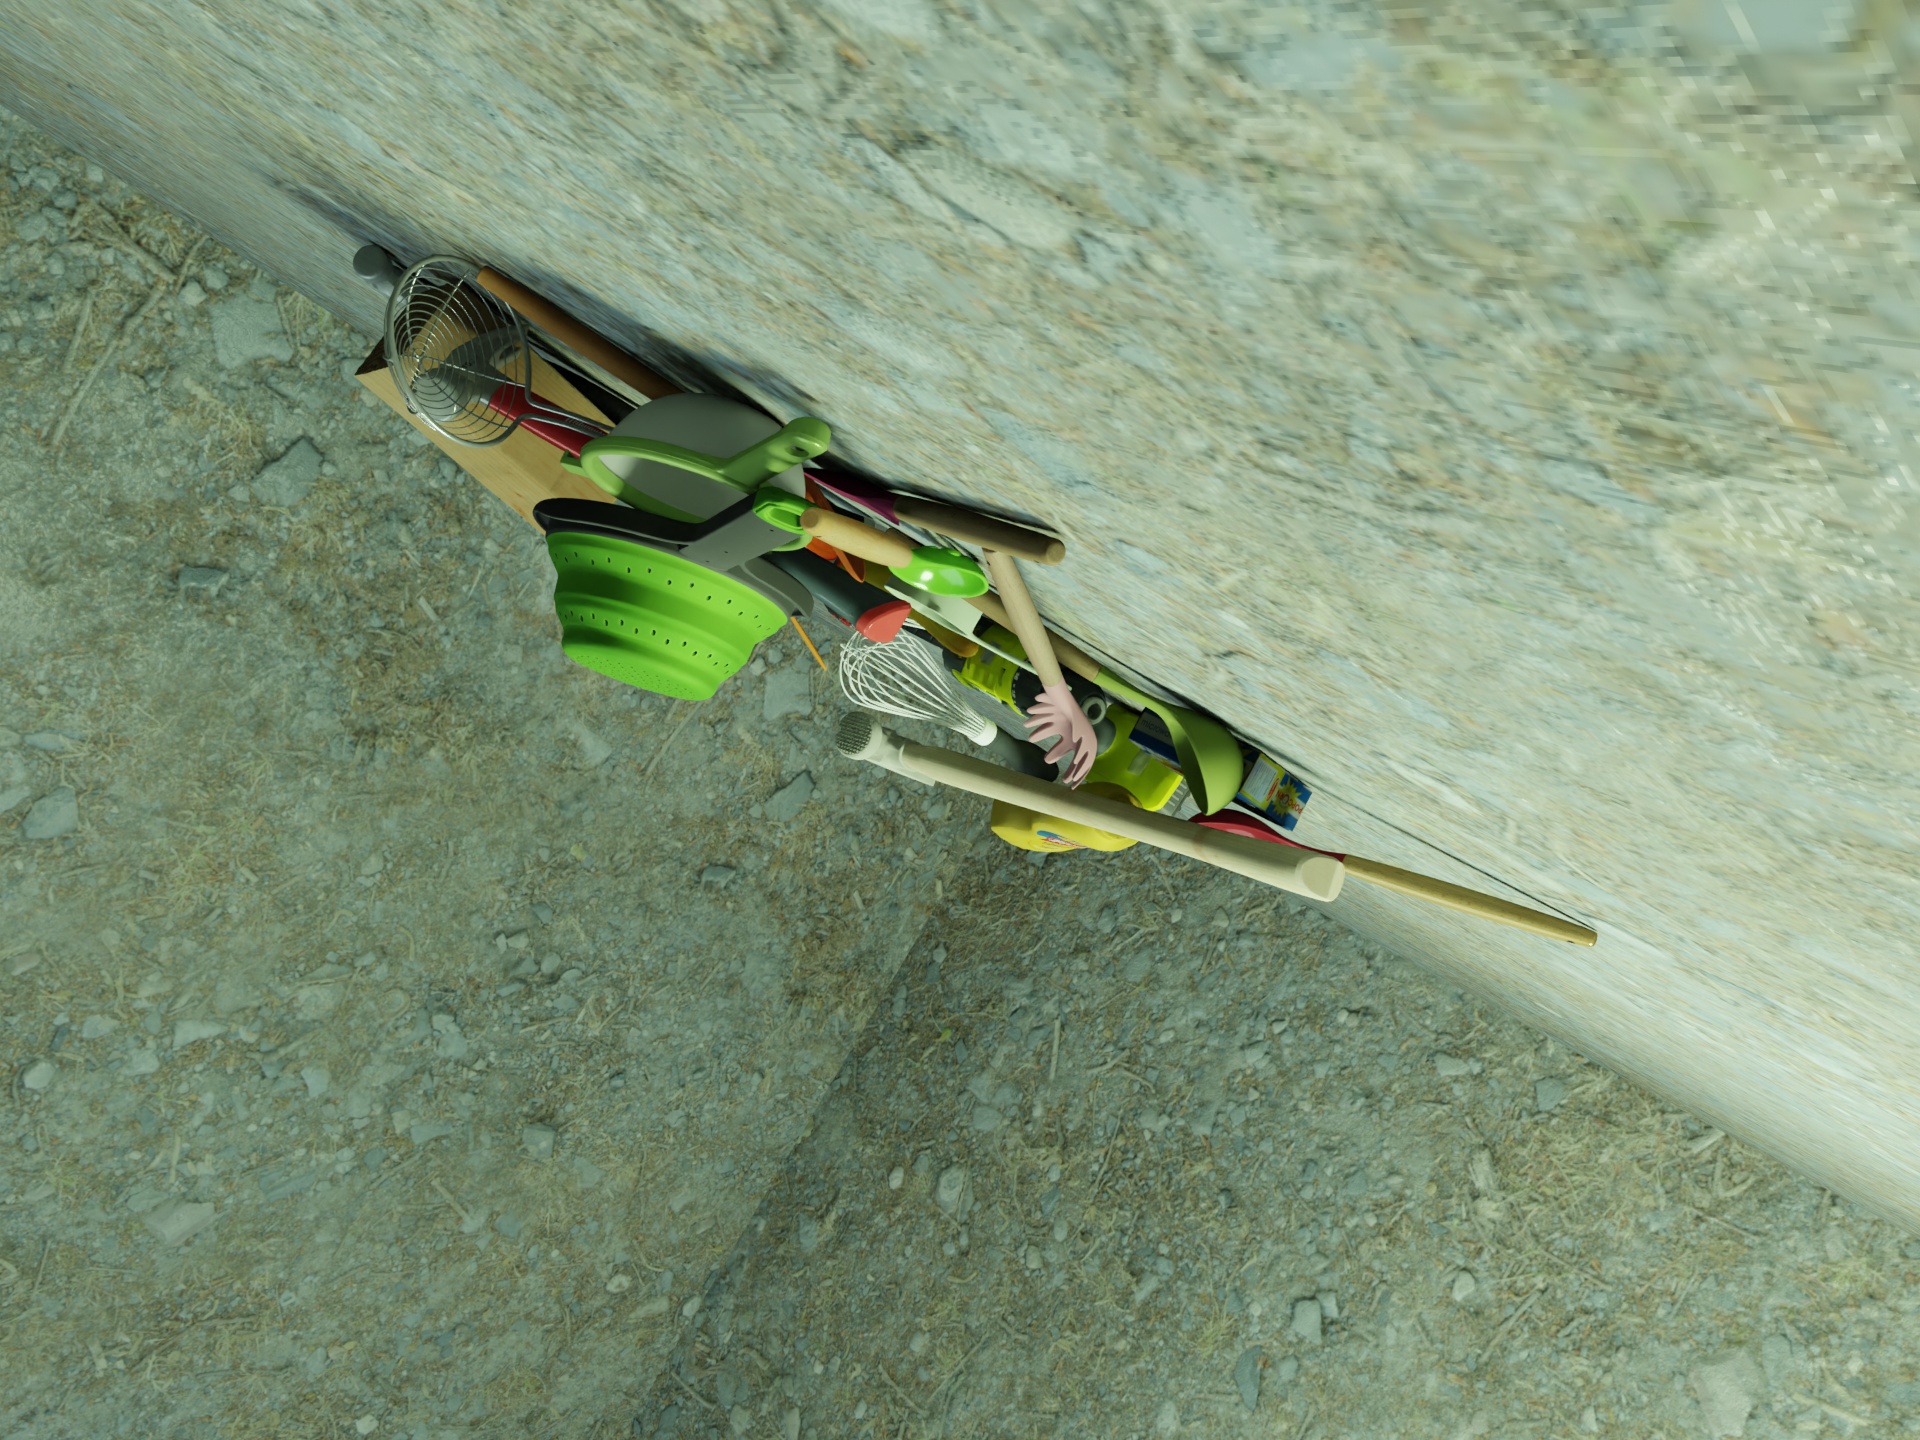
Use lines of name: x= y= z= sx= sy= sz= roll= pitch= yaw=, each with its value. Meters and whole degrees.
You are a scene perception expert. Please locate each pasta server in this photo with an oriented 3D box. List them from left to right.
pasta server: x=0.049 y=-0.035 z=1.054 sx=0.060 sy=0.040 sz=0.316 roll=49 pitch=175 yaw=27

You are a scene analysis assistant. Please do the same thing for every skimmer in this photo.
skimmer: x=-0.218 y=-0.205 z=1.108 sx=0.363 sy=0.127 sz=0.090 roll=20 pitch=153 yaw=-17

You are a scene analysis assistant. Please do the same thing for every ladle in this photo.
ladle: x=0.071 y=-0.039 z=1.165 sx=0.320 sy=0.062 sz=0.078 roll=33 pitch=176 yaw=1
ladle: x=0.307 y=0.113 z=1.173 sx=0.316 sy=0.031 sz=0.069 roll=16 pitch=168 yaw=33

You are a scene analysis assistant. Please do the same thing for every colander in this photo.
colander: x=-0.179 y=-0.077 z=1.038 sx=0.204 sy=0.094 sz=0.397 roll=21 pitch=169 yaw=-22

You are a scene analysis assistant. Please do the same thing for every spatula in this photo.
spatula: x=-0.188 y=-0.203 z=1.083 sx=0.322 sy=0.041 sz=0.081 roll=33 pitch=-166 yaw=-12

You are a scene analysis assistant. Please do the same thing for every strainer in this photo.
strainer: x=-0.130 y=-0.167 z=0.948 sx=0.151 sy=0.069 sz=0.256 roll=22 pitch=167 yaw=-26

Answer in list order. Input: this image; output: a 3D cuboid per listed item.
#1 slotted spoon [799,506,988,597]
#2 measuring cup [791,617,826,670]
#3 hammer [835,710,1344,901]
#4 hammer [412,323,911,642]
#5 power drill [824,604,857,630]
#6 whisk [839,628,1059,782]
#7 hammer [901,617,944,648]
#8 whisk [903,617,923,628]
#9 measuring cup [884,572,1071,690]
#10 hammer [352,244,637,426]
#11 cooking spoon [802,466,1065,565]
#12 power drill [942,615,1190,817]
slotted spoon: x=-0.041 y=-0.103 z=0.966 sx=0.070 sy=0.031 sz=0.313 roll=9 pitch=-178 yaw=13
measuring cup: x=-0.142 y=-0.123 z=1.451 sx=0.095 sy=0.052 sz=0.173 roll=46 pitch=167 yaw=55
hammer: x=0.102 y=0.070 z=1.238 sx=0.411 sy=0.038 sz=0.146 roll=16 pitch=175 yaw=31
hammer: x=-0.207 y=-0.176 z=1.196 sx=0.386 sy=0.038 sz=0.143 roll=30 pitch=-147 yaw=-2
power drill: x=-0.156 y=-0.152 z=1.542 sx=0.219 sy=0.078 sz=0.143 roll=28 pitch=180 yaw=-22
whisk: x=-0.003 y=-0.003 z=1.323 sx=0.070 sy=0.070 sz=0.284 roll=29 pitch=177 yaw=46
hammer: x=0.008 y=-0.072 z=1.643 sx=0.335 sy=0.035 sz=0.146 roll=30 pitch=178 yaw=29
whisk: x=-0.013 y=-0.085 z=1.467 sx=0.246 sy=0.059 sz=0.058 roll=27 pitch=152 yaw=-16
measuring cup: x=0.022 y=-0.077 z=1.226 sx=0.167 sy=0.038 sz=0.083 roll=29 pitch=179 yaw=-11
hammer: x=-0.359 y=-0.300 z=1.369 sx=0.331 sy=0.033 sz=0.128 roll=31 pitch=178 yaw=4
cooking spoon: x=-0.022 y=-0.122 z=0.937 sx=0.068 sy=0.017 sz=0.319 roll=27 pitch=-179 yaw=-30
power drill: x=0.108 y=0.002 z=1.370 sx=0.228 sy=0.080 sz=0.191 roll=35 pitch=177 yaw=-37
